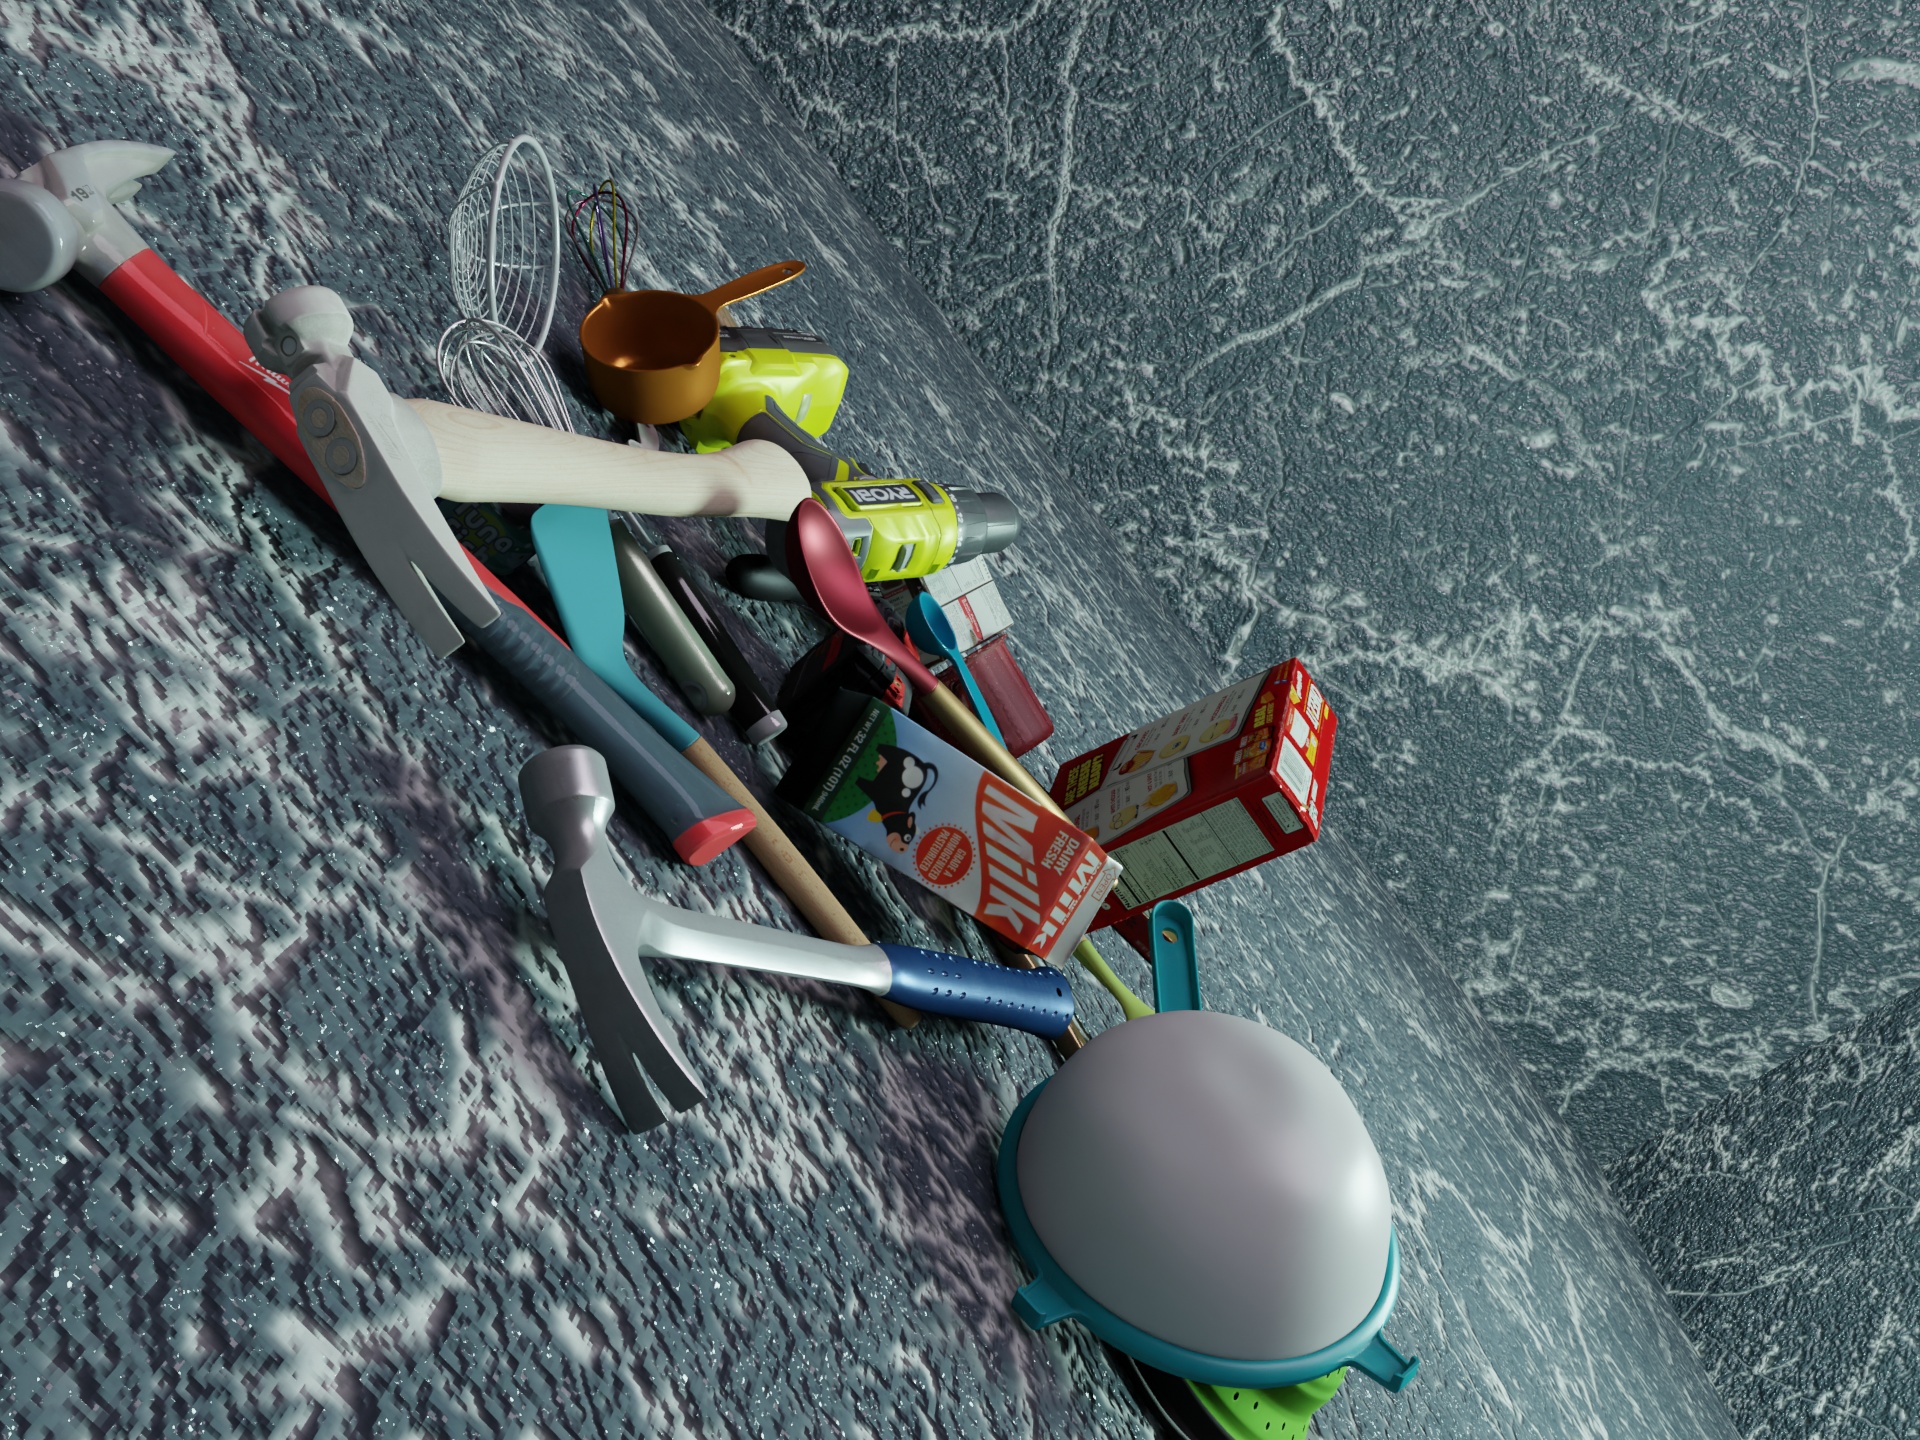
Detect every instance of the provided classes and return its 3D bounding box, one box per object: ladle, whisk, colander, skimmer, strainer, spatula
[{"bbox_3d":[-0.001,-0.003,0.916,0.315,0.031,0.069,48,31,-26],"label":"ladle"},{"bbox_3d":[-0.080,-0.086,1.126,0.070,0.070,0.284,58,20,17],"label":"whisk"},{"bbox_3d":[-0.251,-0.319,1.147,0.051,0.047,0.245,40,23,-46],"label":"whisk"},{"bbox_3d":[0.206,0.374,0.880,0.397,0.094,0.204,52,15,-5],"label":"colander"},{"bbox_3d":[-0.194,-0.106,0.840,0.059,0.058,0.246,-39,98,-41],"label":"whisk"},{"bbox_3d":[0.056,0.140,1.079,0.320,0.062,0.078,52,17,21],"label":"ladle"},{"bbox_3d":[-0.180,-0.158,0.900,0.363,0.090,0.127,56,-3,5],"label":"skimmer"},{"bbox_3d":[0.133,0.181,0.849,0.211,0.095,0.341,11,32,-4],"label":"strainer"},{"bbox_3d":[-0.111,0.027,0.789,0.317,0.044,0.082,52,19,-10],"label":"spatula"}]

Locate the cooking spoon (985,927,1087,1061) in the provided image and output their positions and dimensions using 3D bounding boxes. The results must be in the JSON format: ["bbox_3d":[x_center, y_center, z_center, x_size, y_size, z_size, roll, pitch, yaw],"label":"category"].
[{"bbox_3d":[0.031,0.141,1.018,0.319,0.017,0.068,58,15,19],"label":"cooking spoon"}]

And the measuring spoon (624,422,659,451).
[{"bbox_3d":[-0.206,-0.174,1.022,0.034,0.018,0.124,46,10,-26],"label":"measuring spoon"}]

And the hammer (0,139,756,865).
[{"bbox_3d":[-0.229,-0.080,0.683,0.386,0.038,0.143,47,14,-23],"label":"hammer"}]

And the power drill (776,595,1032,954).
[{"bbox_3d":[-0.009,0.035,0.989,0.219,0.078,0.143,46,18,-15],"label":"power drill"}]

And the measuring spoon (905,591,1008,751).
[{"bbox_3d":[-0.002,-0.017,0.971,0.128,0.021,0.042,64,18,2],"label":"measuring spoon"}]

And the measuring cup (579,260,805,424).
[{"bbox_3d":[-0.168,-0.251,1.044,0.095,0.173,0.052,38,-35,26],"label":"measuring cup"}]

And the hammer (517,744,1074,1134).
[{"bbox_3d":[-0.044,0.121,0.743,0.405,0.035,0.144,26,39,-58],"label":"hammer"}]

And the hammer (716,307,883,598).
[{"bbox_3d":[-0.124,-0.210,1.312,0.331,0.031,0.130,56,14,12],"label":"hammer"}]

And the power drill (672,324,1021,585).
[{"bbox_3d":[-0.082,-0.177,1.088,0.190,0.080,0.229,-11,47,-41],"label":"power drill"}]

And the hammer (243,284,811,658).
[{"bbox_3d":[-0.161,-0.110,0.773,0.146,0.038,0.410,59,18,5],"label":"hammer"}]
